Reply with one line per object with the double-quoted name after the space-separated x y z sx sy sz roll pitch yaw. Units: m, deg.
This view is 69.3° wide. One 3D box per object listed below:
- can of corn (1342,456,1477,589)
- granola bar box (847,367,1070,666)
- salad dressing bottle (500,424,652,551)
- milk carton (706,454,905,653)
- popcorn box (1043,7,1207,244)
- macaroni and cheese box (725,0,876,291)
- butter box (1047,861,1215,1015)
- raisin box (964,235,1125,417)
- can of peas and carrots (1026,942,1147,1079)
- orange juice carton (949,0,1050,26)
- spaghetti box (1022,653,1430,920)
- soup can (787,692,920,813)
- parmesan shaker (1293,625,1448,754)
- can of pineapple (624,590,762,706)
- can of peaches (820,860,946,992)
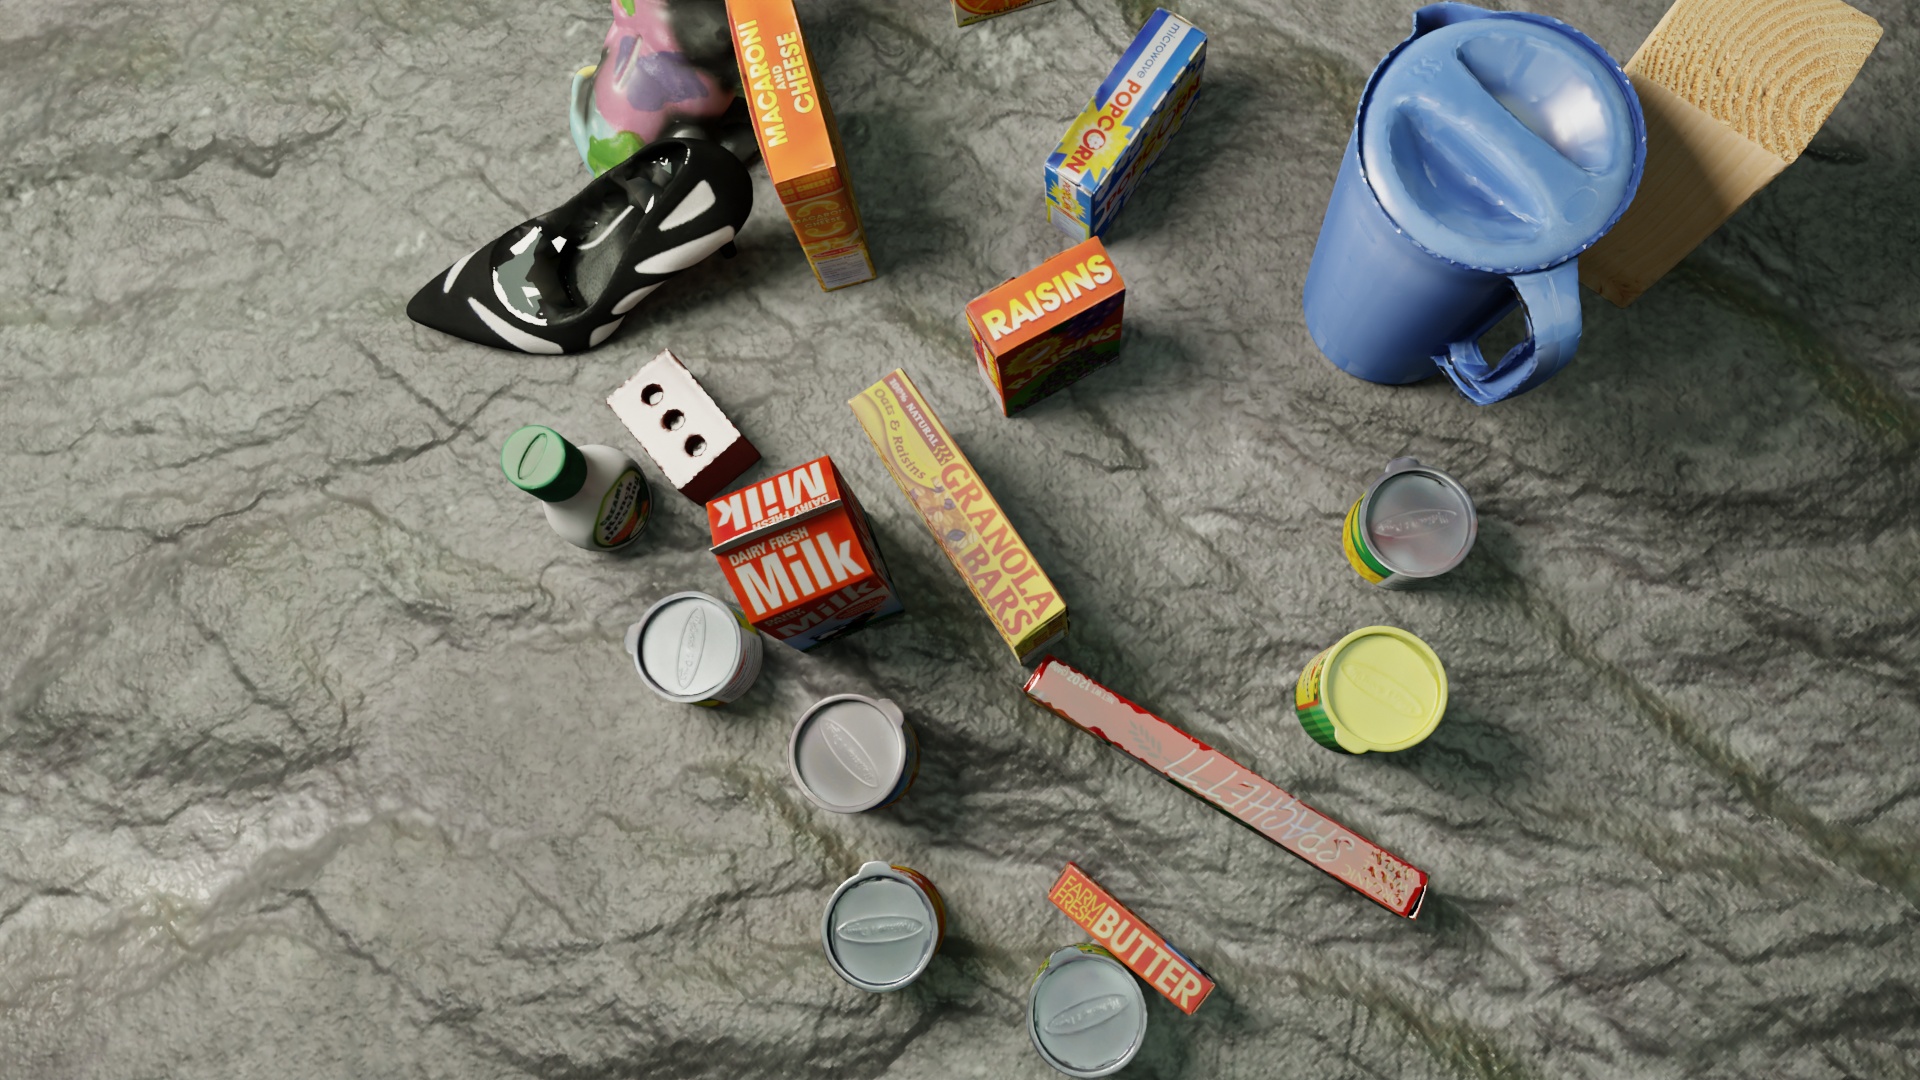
0.263 -0.009 0.821 0.071 0.058 0.071 -1 79 4 "can of corn"
0.003 -0.010 0.808 0.039 0.124 0.166 -34 79 -2 "granola bar box"
-0.225 -0.032 0.818 0.044 0.147 0.064 24 83 9 "salad dressing bottle"
-0.086 0.009 0.778 0.072 0.190 0.073 -22 79 0 "milk carton"
0.103 -0.255 0.867 0.038 0.085 0.127 34 84 10 "popcorn box"
-0.094 -0.238 0.838 0.040 0.166 0.124 -16 79 2 "macaroni and cheese box"
0.095 0.225 0.792 0.103 0.053 0.024 38 85 10 "butter box"
0.052 -0.125 0.827 0.086 0.123 0.040 -28 79 -1 "raisin box"
0.070 0.261 0.784 0.071 0.058 0.071 -1 79 4 "can of peas and carrots"
0.015 -0.404 0.848 0.072 0.192 0.073 -15 79 2 "orange juice carton"
0.151 0.141 0.805 0.250 0.050 0.029 30 83 9 "spaghetti box"
-0.057 0.123 0.808 0.071 0.083 0.071 -1 79 5 "soup can"
0.226 0.089 0.782 0.071 0.103 0.071 -1 80 5 "parmesan shaker"
-0.159 0.066 0.840 0.071 0.058 0.071 -1 79 4 "can of pineapple"
-0.043 0.220 0.801 0.071 0.058 0.071 -1 79 4 "can of peaches"
